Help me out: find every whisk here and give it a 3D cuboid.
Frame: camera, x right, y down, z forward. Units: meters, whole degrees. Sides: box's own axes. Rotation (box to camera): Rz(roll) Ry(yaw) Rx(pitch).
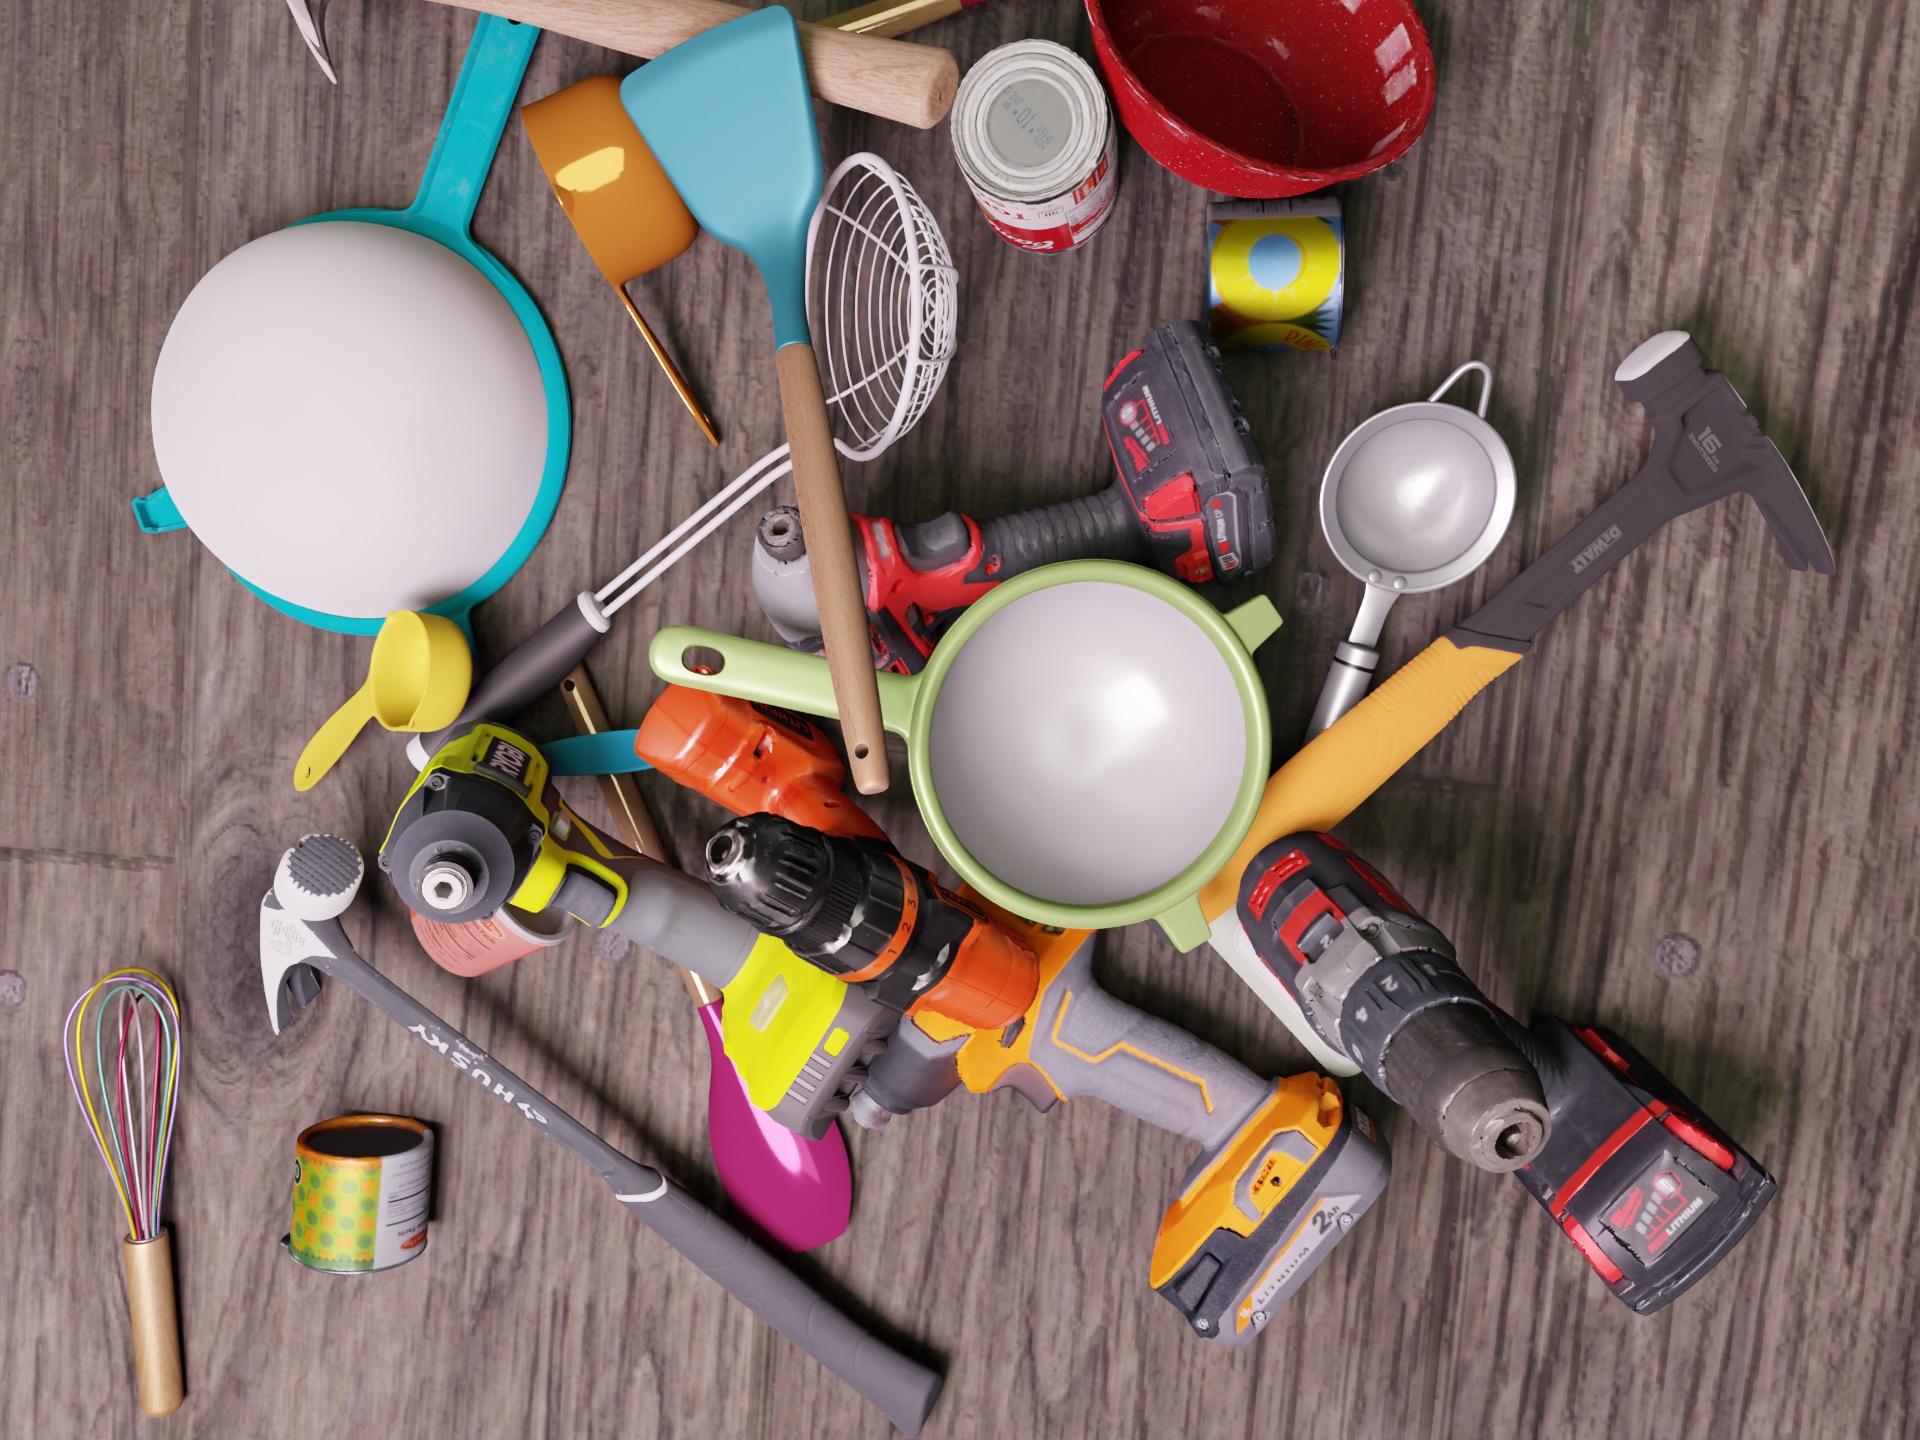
[{"bbox_3d":[0.105,0.073,0.741,0.058,0.059,0.246,-43,92,-19],"label":"whisk"},{"bbox_3d":[-0.425,0.248,0.834,0.051,0.047,0.245,0,99,7],"label":"whisk"}]

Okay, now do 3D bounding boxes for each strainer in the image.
[{"bbox_3d":[0.181,-0.038,0.724,0.087,0.050,0.258,17,102,-5],"label":"strainer"},{"bbox_3d":[-0.276,-0.202,0.746,0.211,0.095,0.340,24,99,6],"label":"strainer"},{"bbox_3d":[-0.001,-0.002,0.668,0.256,0.069,0.151,12,91,-6],"label":"strainer"}]

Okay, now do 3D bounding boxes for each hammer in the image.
[{"bbox_3d":[-0.174,0.218,0.776,0.409,0.036,0.149,39,136,-3],"label":"hammer"},{"bbox_3d":[0.216,-0.013,0.695,0.337,0.034,0.127,-40,101,4],"label":"hammer"},{"bbox_3d":[-0.157,-0.308,0.694,0.331,0.031,0.130,20,63,16],"label":"hammer"}]

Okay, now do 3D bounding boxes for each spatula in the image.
[{"bbox_3d":[-0.067,-0.125,0.624,0.082,0.044,0.318,-17,74,18],"label":"spatula"}]

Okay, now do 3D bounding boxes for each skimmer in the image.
[{"bbox_3d":[-0.142,-0.099,0.720,0.363,0.090,0.127,-38,52,14],"label":"skimmer"}]

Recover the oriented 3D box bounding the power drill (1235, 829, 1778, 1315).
[{"bbox_3d":[0.221,0.147,0.633,0.226,0.188,0.080,37,99,-22],"label":"power drill"}]

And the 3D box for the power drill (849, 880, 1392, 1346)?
[{"bbox_3d":[0.064,0.178,0.739,0.226,0.084,0.164,39,99,8],"label":"power drill"}]

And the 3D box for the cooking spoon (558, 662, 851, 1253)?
[{"bbox_3d":[-0.135,0.116,0.790,0.069,0.017,0.319,-23,90,12],"label":"cooking spoon"}]

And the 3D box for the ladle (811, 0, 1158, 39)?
[{"bbox_3d":[-0.026,-0.330,0.737,0.315,0.031,0.069,-15,92,11],"label":"ladle"}]

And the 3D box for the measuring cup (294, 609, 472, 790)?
[{"bbox_3d":[-0.284,-0.001,0.780,0.156,0.029,0.062,-34,63,39],"label":"measuring cup"}]

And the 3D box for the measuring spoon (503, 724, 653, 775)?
[{"bbox_3d":[-0.188,0.020,0.778,0.128,0.021,0.042,-6,74,21],"label":"measuring spoon"}]

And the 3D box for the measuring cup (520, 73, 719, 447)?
[{"bbox_3d":[-0.138,-0.215,0.743,0.052,0.095,0.173,-28,109,2],"label":"measuring cup"}]

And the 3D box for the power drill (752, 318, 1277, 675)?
[{"bbox_3d":[0.018,-0.083,0.691,0.219,0.143,0.079,-20,68,8],"label":"power drill"}]

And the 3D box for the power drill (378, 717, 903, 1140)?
[{"bbox_3d":[-0.139,0.087,0.692,0.223,0.171,0.080,31,95,-15],"label":"power drill"}]
